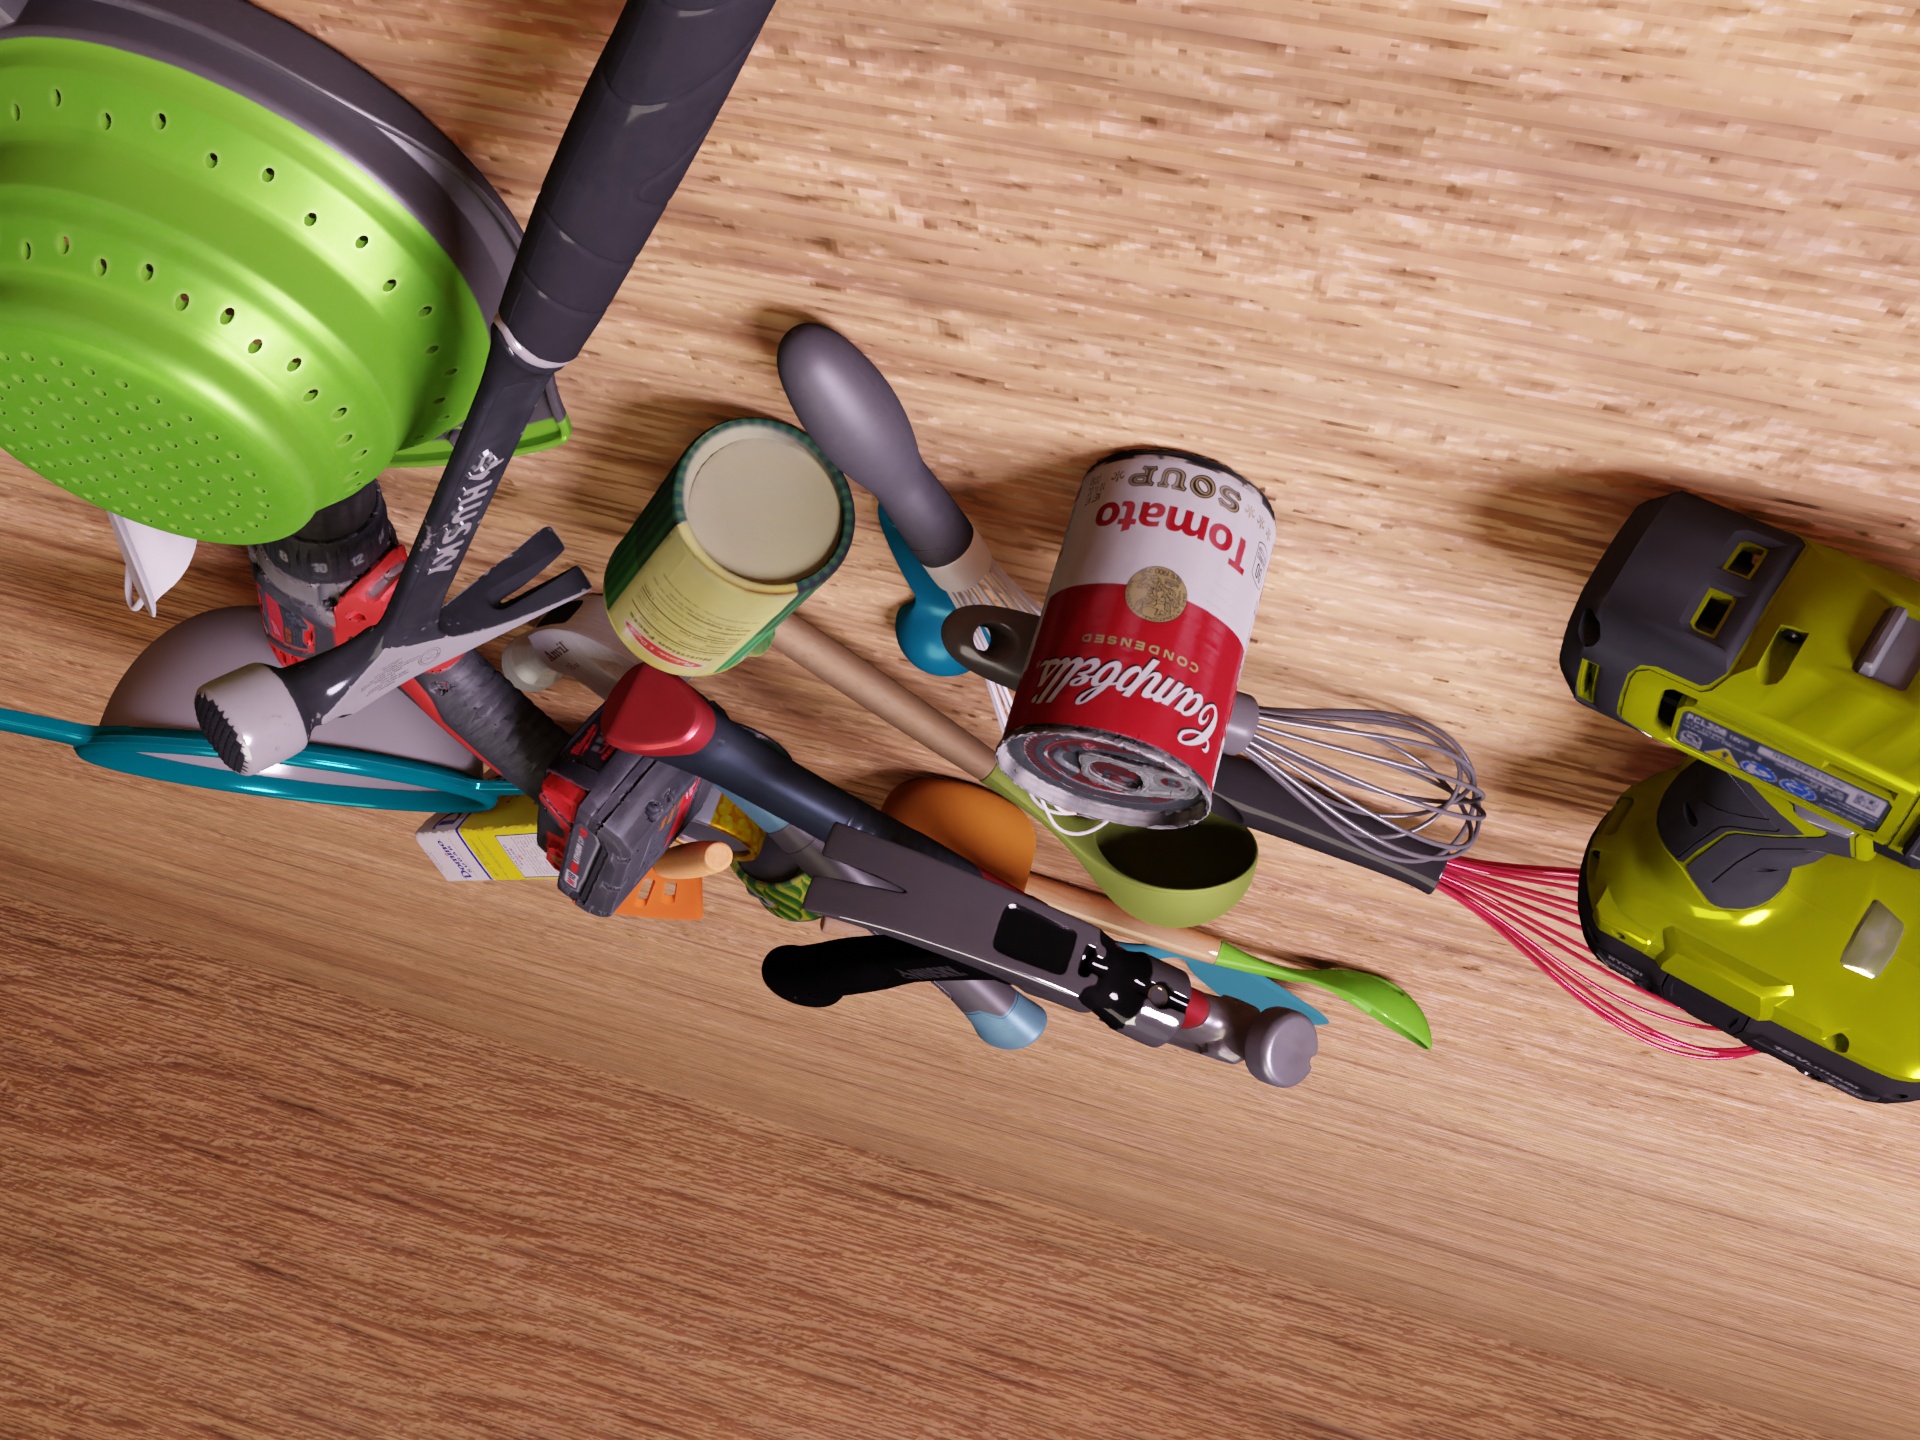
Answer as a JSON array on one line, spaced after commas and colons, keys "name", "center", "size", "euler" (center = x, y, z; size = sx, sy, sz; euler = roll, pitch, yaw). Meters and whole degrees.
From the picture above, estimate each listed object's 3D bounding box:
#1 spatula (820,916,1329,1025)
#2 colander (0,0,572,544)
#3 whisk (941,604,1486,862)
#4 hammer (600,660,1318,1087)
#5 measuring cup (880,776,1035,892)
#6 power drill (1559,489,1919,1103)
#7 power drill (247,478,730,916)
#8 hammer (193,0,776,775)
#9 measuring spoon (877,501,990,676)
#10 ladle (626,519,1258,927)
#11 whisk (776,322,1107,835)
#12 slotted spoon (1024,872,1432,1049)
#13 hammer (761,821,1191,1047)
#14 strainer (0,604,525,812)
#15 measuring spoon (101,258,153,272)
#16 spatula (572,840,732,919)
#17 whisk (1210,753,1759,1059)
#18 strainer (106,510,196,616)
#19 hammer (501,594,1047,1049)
[{"name": "spatula", "center": [0.068, 0.147, 0.949], "size": [0.317, 0.044, 0.082], "euler": [9, 167, -20]}, {"name": "colander", "center": [-0.274, -0.160, 0.429], "size": [0.204, 0.095, 0.396], "euler": [-1, 150, 29]}, {"name": "whisk", "center": [0.098, 0.004, 0.576], "size": [0.238, 0.055, 0.055], "euler": [18, 160, -22]}, {"name": "hammer", "center": [-0.003, 0.077, 0.736], "size": [0.386, 0.038, 0.143], "euler": [32, 166, -32]}, {"name": "measuring cup", "center": [-0.020, 0.075, 0.885], "size": [0.095, 0.052, 0.173], "euler": [24, 160, -17]}, {"name": "power drill", "center": [0.275, 0.039, 0.473], "size": [0.191, 0.080, 0.228], "euler": [30, 166, 27]}, {"name": "power drill", "center": [-0.215, -0.028, 0.698], "size": [0.226, 0.080, 0.187], "euler": [36, 149, 1]}, {"name": "hammer", "center": [-0.121, -0.099, 0.454], "size": [0.036, 0.149, 0.409], "euler": [54, 142, 2]}, {"name": "measuring spoon", "center": [-0.016, -0.047, 0.618], "size": [0.042, 0.021, 0.128], "euler": [12, 159, 15]}, {"name": "ladle", "center": [-0.001, -0.002, 0.695], "size": [0.320, 0.078, 0.062], "euler": [34, 112, -18]}, {"name": "whisk", "center": [0.013, -0.040, 0.576], "size": [0.070, 0.070, 0.284], "euler": [4, 150, 32]}, {"name": "slotted spoon", "center": [0.126, 0.127, 0.930], "size": [0.314, 0.031, 0.070], "euler": [18, 174, 5]}, {"name": "hammer", "center": [-0.037, 0.107, 0.724], "size": [0.146, 0.035, 0.335], "euler": [26, 161, -15]}, {"name": "strainer", "center": [-0.402, -0.023, 0.820], "size": [0.340, 0.095, 0.211], "euler": [15, 166, -38]}, {"name": "measuring spoon", "center": [-0.271, -0.158, 0.552], "size": [0.124, 0.018, 0.034], "euler": [1, 153, 37]}, {"name": "spatula", "center": [-0.153, 0.085, 0.842], "size": [0.081, 0.041, 0.322], "euler": [9, 171, -16]}, {"name": "whisk", "center": [0.224, 0.072, 0.684], "size": [0.296, 0.073, 0.073], "euler": [22, 159, 7]}, {"name": "strainer", "center": [-0.383, -0.122, 0.700], "size": [0.087, 0.050, 0.258], "euler": [58, 160, 17]}, {"name": "hammer", "center": [-0.080, 0.058, 0.801], "size": [0.330, 0.033, 0.128], "euler": [44, 148, -18]}]
